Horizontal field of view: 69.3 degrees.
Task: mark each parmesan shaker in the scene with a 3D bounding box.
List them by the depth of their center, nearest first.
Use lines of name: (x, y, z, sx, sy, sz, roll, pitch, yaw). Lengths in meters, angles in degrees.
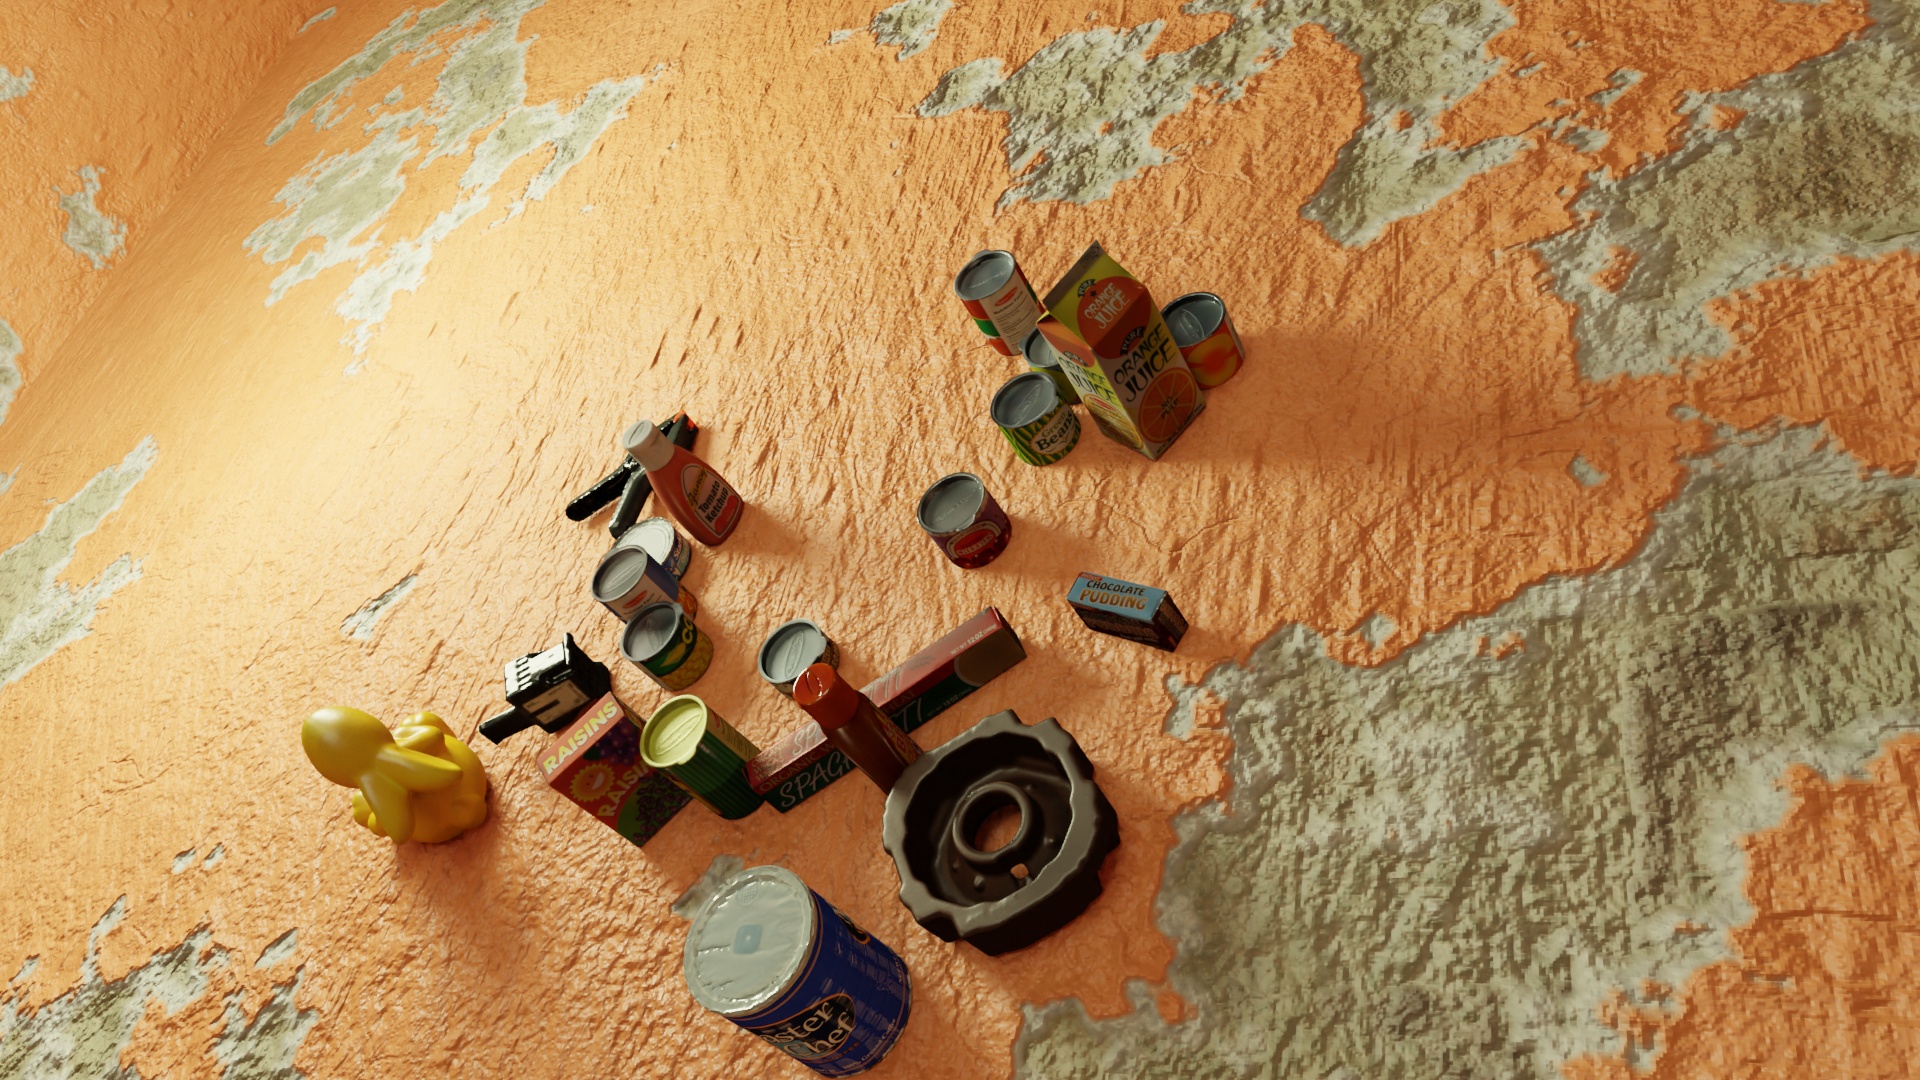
parmesan shaker: (-0.209, 0.184, 1.159, 0.071, 0.102, 0.072, -18, 47, 20)

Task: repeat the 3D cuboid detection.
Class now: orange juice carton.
orange juice carton: (0.129, -0.160, 1.166, 0.072, 0.192, 0.073, -48, 44, -10)

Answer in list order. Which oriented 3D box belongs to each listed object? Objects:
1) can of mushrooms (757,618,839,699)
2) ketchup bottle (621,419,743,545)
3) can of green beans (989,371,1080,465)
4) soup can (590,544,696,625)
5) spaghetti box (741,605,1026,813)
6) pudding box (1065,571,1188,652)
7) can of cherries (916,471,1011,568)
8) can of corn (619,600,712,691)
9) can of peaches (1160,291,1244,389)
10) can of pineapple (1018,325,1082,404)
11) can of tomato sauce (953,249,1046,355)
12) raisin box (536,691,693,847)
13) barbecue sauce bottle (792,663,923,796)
can of mushrooms: (-0.141, 0.105, 1.232, 0.071, 0.033, 0.071, -17, 47, 20)
ketchup bottle: (-0.277, -0.060, 1.374, 0.043, 0.148, 0.065, 5, 58, 36)
can of green beans: (0.069, -0.110, 1.260, 0.071, 0.057, 0.071, -18, 47, 20)
soup can: (-0.307, 0.052, 1.346, 0.071, 0.083, 0.072, -18, 47, 20)
spaghetti box: (-0.063, 0.140, 1.140, 0.250, 0.050, 0.029, -33, 44, 5)
pudding box: (0.130, 0.055, 1.088, 0.084, 0.049, 0.030, 14, 63, 40)
can of cherries: (0.004, -0.015, 1.221, 0.071, 0.058, 0.072, -18, 47, 20)
can of corn: (-0.273, 0.098, 1.305, 0.071, 0.058, 0.071, -18, 47, 20)
can of peaches: (0.208, -0.175, 1.224, 0.071, 0.058, 0.071, -18, 47, 20)
can of pineapple: (0.098, -0.169, 1.290, 0.071, 0.057, 0.071, -18, 47, 20)
can of tomato sauce: (0.041, -0.233, 1.363, 0.071, 0.083, 0.071, -18, 47, 20)
raisin box: (-0.286, 0.196, 1.184, 0.086, 0.123, 0.040, -43, 44, -5)
barbecue sauce bottle: (-0.076, 0.147, 1.072, 0.043, 0.148, 0.065, -35, 44, 3)
